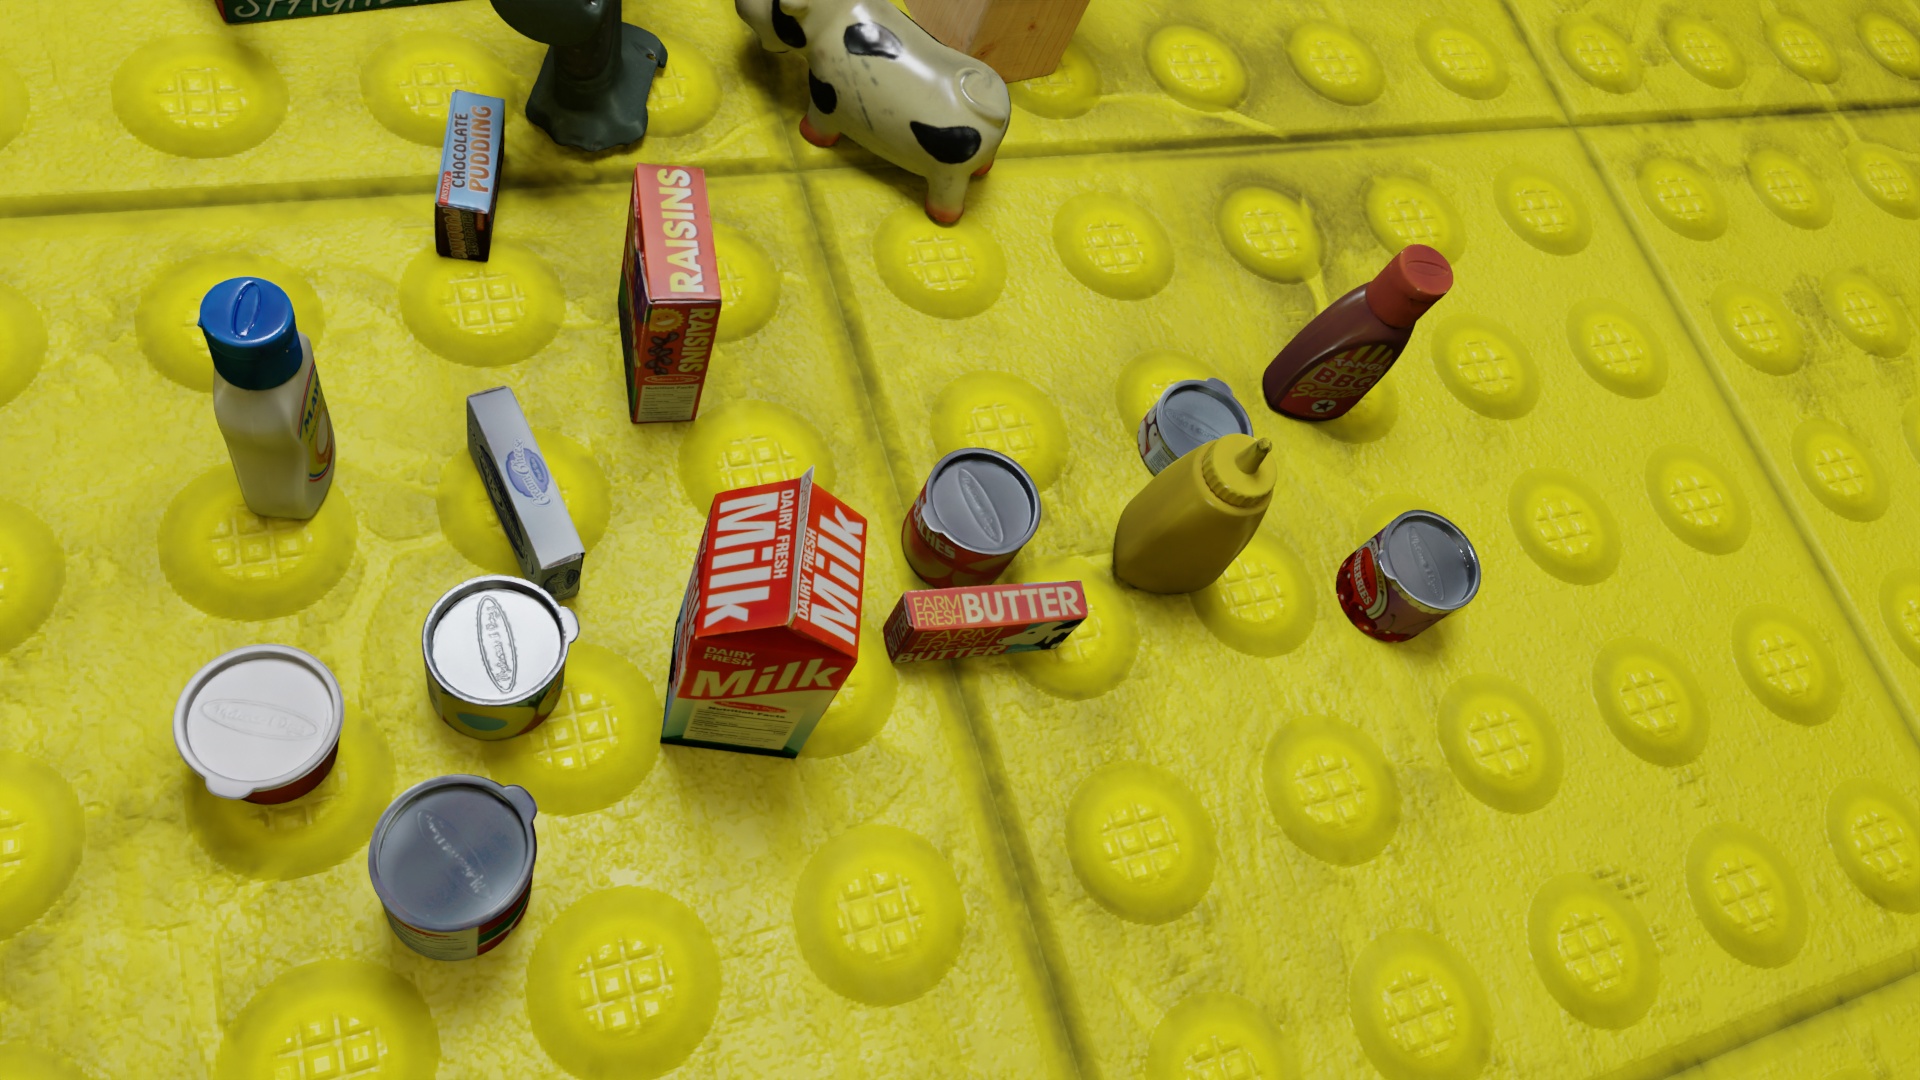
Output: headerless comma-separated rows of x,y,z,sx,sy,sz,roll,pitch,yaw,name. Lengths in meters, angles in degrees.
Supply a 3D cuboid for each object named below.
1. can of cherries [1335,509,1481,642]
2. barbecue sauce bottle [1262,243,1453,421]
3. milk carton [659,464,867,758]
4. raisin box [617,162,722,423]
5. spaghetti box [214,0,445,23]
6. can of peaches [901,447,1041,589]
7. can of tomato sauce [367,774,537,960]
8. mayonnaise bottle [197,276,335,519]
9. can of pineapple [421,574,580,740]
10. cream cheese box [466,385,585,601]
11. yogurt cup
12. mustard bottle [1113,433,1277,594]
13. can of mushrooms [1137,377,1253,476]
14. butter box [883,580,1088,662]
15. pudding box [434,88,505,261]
0.273,0.023,0.856,0.071,0.058,0.072,8,63,-15,can of cherries
0.250,-0.128,0.871,0.065,0.148,0.044,5,64,-16,barbecue sauce bottle
-0.091,0.038,0.651,0.073,0.189,0.072,9,63,-14,milk carton
-0.160,-0.130,0.750,0.040,0.122,0.086,-2,66,-19,raisin box
-0.324,-0.357,0.849,0.251,0.050,0.029,-17,72,-25,spaghetti box
0.003,-0.010,0.782,0.071,0.057,0.071,8,63,-15,can of peaches
-0.222,0.145,0.617,0.071,0.082,0.071,8,63,-15,can of tomato sauce
-0.323,-0.066,0.650,0.041,0.147,0.065,7,63,-15,mayonnaise bottle
-0.223,0.058,0.674,0.071,0.057,0.071,8,63,-15,can of pineapple
-0.225,-0.022,0.715,0.024,0.053,0.104,-21,73,-26,cream cheese box
-0.315,0.087,0.631,0.072,0.053,0.072,8,63,-15,yogurt cup
0.137,-0.020,0.773,0.065,0.159,0.049,14,62,-12,mustard bottle
0.148,-0.067,0.873,0.071,0.033,0.071,7,63,-15,can of mushrooms
0.013,0.044,0.762,0.104,0.053,0.024,-3,66,-20,butter box
-0.279,-0.208,0.791,0.030,0.049,0.084,6,63,-16,pudding box
